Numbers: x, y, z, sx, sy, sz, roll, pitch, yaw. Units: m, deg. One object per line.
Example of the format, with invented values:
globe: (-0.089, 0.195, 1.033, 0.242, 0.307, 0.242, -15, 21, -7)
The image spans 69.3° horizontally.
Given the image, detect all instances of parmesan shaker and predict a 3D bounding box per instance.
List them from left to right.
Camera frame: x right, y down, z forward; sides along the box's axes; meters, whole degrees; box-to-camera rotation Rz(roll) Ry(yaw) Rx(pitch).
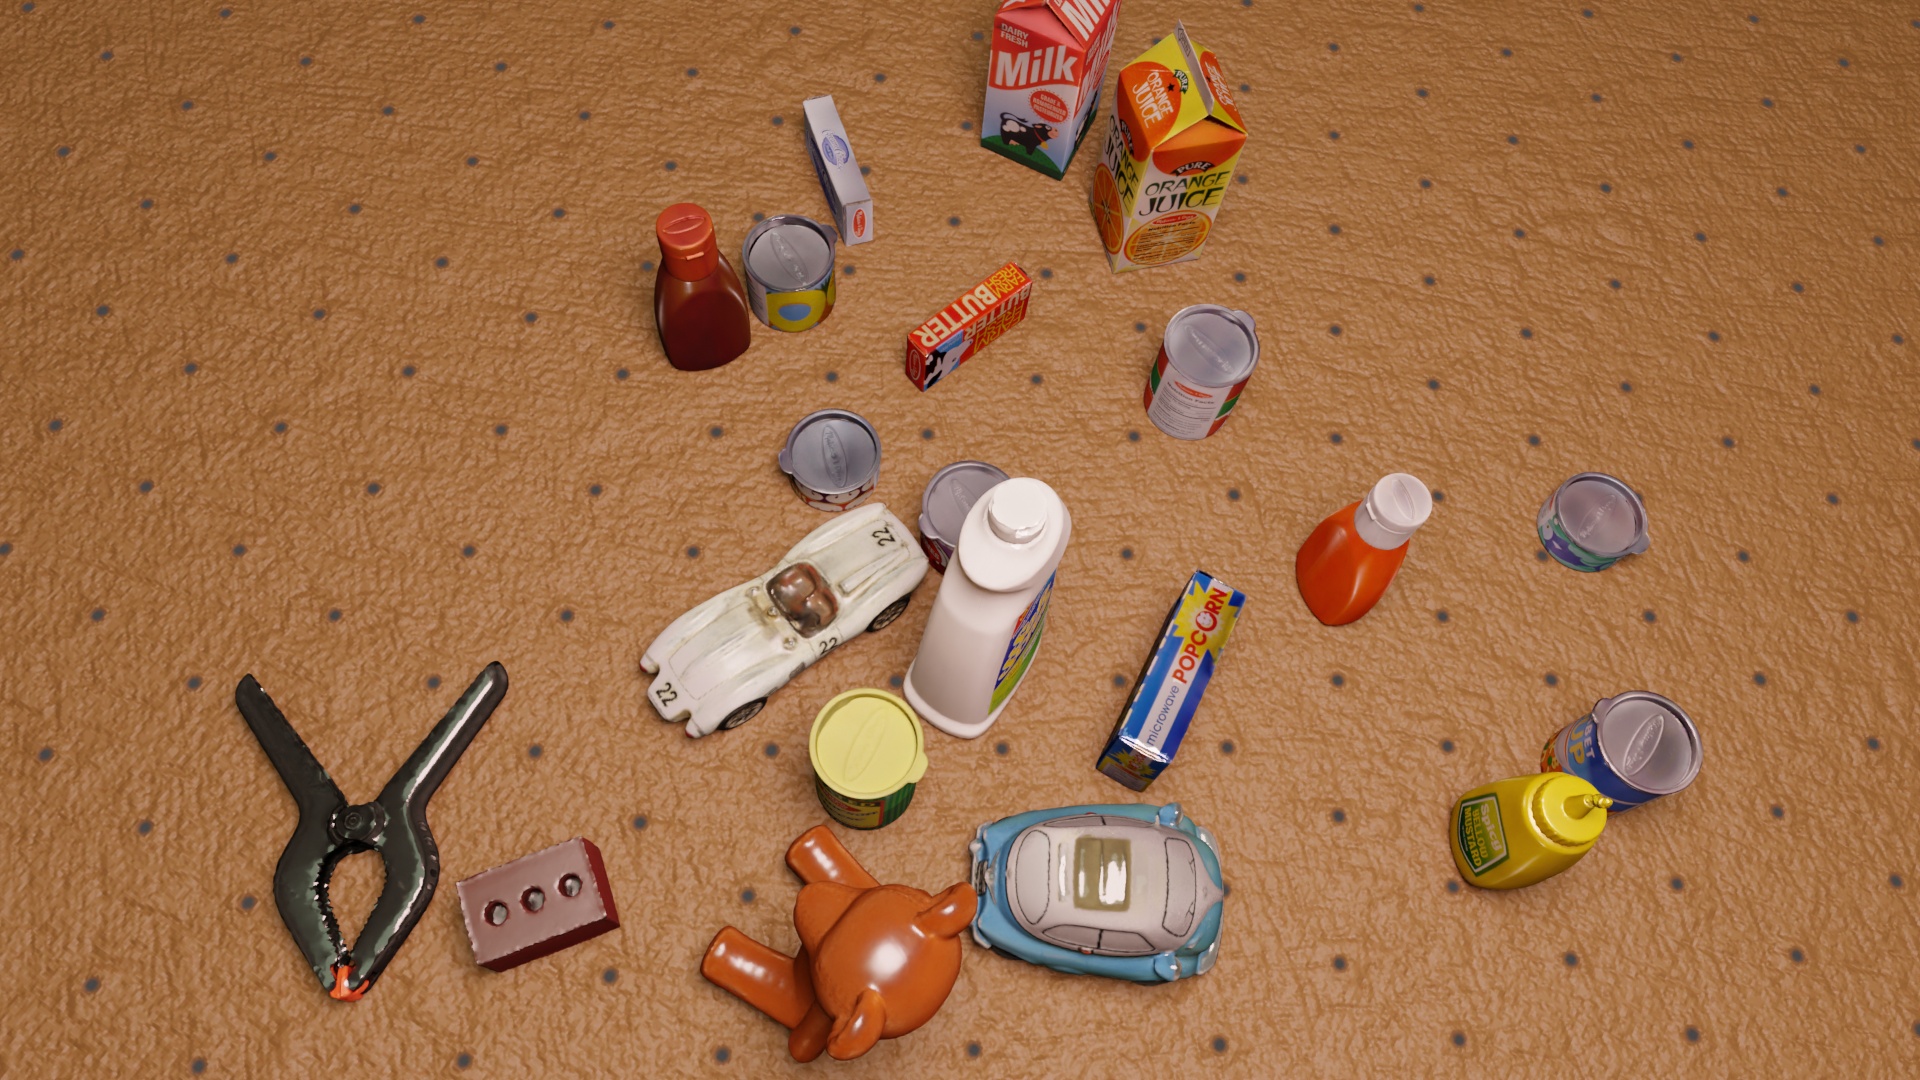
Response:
parmesan shaker: (-0.055, 0.138, 0.850, 0.071, 0.102, 0.071, 1, 67, -3)

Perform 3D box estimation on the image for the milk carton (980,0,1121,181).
milk carton: (0.067, -0.361, 1.026, 0.073, 0.189, 0.072, 25, 68, 7)

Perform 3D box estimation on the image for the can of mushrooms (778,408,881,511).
can of mushrooms: (-0.091, -0.055, 0.968, 0.071, 0.033, 0.071, 2, 67, -3)

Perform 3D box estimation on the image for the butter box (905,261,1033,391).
butter box: (0.005, -0.155, 1.007, 0.104, 0.053, 0.024, -38, 75, -18)

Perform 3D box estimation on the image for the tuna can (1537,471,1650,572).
tuna can: (0.451, -0.011, 0.989, 0.071, 0.032, 0.071, 2, 67, -3)

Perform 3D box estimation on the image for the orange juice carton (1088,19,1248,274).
orange juice carton: (0.148, -0.278, 0.995, 0.073, 0.192, 0.072, -12, 69, -9)

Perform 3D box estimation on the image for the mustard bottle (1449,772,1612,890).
mustard bottle: (0.345, 0.169, 0.834, 0.049, 0.159, 0.065, -2, 67, -5)

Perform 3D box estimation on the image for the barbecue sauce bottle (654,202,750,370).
barbecue sauce bottle: (-0.180, -0.171, 0.949, 0.065, 0.148, 0.044, -19, 70, -12)

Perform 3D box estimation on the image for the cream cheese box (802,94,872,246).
cream cheese box: (-0.093, -0.280, 1.054, 0.024, 0.053, 0.104, -17, 69, -11)

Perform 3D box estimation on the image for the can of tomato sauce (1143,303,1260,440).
can of tomato sauce: (0.171, -0.120, 0.988, 0.071, 0.082, 0.071, 2, 67, -3)

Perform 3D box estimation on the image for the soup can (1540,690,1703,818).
soup can: (0.421, 0.138, 0.895, 0.071, 0.083, 0.071, 2, 67, -3)

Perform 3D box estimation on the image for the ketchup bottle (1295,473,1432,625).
ketchup bottle: (0.262, 0.004, 0.906, 0.043, 0.148, 0.065, -13, 69, -9)

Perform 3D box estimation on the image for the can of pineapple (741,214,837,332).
can of pineapple: (-0.122, -0.194, 1.012, 0.071, 0.057, 0.071, 2, 67, -3)

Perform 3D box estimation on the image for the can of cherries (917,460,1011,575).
can of cherries: (0.003, -0.012, 0.943, 0.071, 0.058, 0.072, 2, 67, -3)

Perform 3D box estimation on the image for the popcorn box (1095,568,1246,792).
popcorn box: (0.134, 0.092, 0.893, 0.038, 0.085, 0.127, 26, 68, 7)
